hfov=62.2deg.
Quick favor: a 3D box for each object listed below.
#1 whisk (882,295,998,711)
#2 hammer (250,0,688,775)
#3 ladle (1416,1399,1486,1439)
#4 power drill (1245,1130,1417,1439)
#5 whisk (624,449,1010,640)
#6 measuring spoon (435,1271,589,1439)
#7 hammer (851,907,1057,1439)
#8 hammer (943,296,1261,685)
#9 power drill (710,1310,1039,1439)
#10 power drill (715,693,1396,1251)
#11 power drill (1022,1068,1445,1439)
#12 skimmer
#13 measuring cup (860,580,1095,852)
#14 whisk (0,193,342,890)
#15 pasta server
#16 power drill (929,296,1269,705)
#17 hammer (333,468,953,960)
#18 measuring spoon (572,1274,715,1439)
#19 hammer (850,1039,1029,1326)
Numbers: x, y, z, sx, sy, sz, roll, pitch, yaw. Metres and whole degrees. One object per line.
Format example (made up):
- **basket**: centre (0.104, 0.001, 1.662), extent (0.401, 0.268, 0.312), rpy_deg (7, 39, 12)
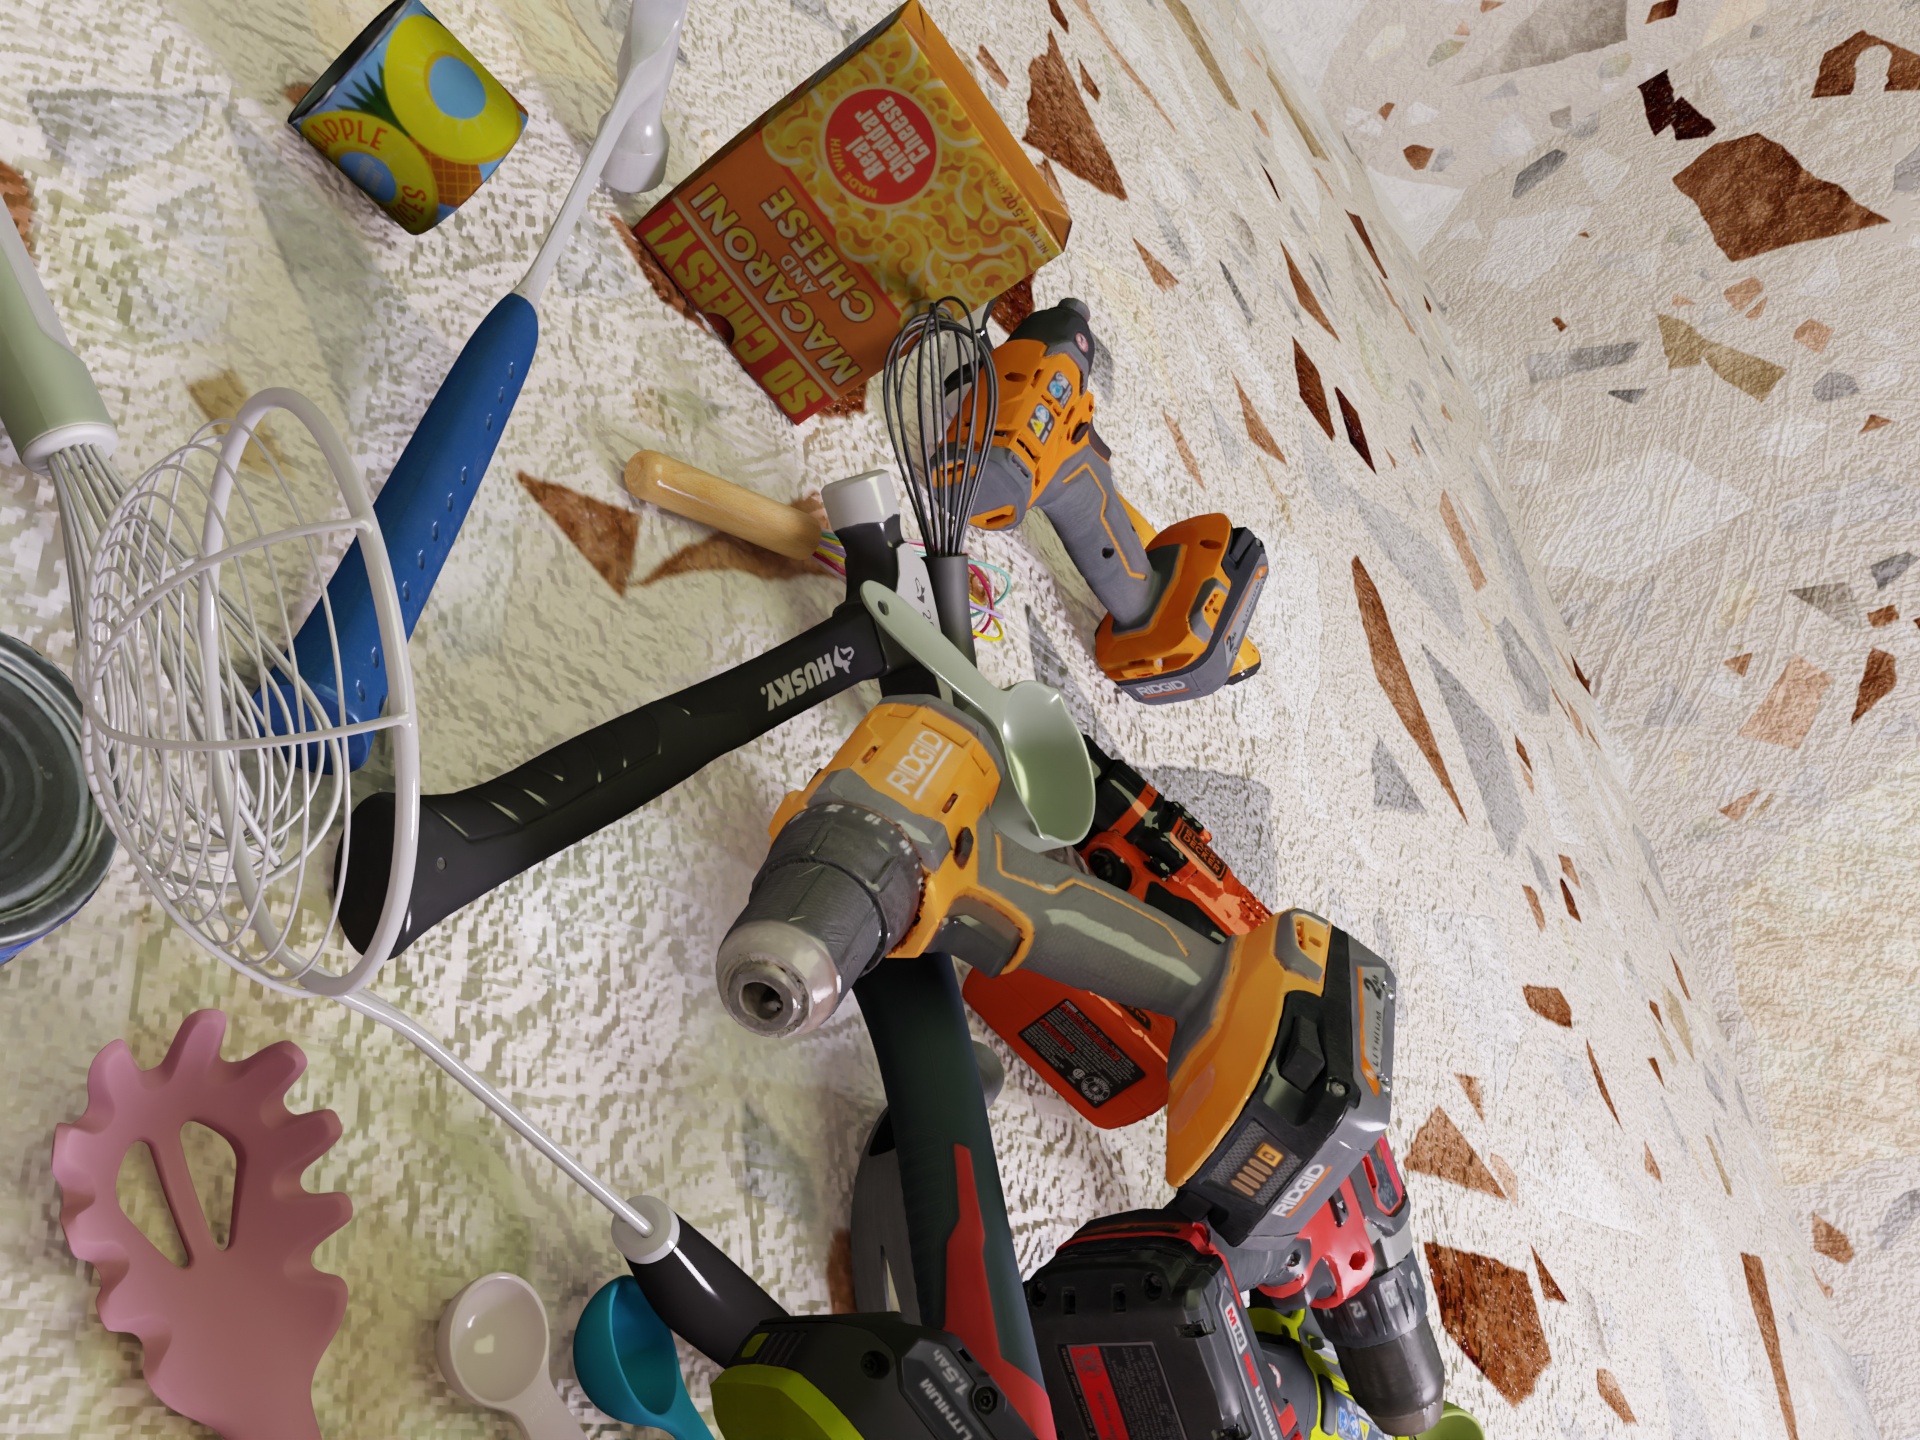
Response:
- **whisk**: centre (-0.005, -0.075, 0.739), extent (0.055, 0.055, 0.239), rpy_deg (-19, 109, -62)
- **hammer**: centre (-0.158, -0.156, 0.576), extent (0.035, 0.144, 0.406), rpy_deg (17, 50, -9)
- **ladle**: centre (0.195, 0.442, 0.706), extent (0.320, 0.062, 0.078), rpy_deg (-57, 134, -55)
- **power drill**: centre (0.154, 0.255, 0.775), extent (0.171, 0.080, 0.223), rpy_deg (41, 38, -33)
- **whisk**: centre (-0.055, -0.078, 0.742), extent (0.244, 0.051, 0.047), rpy_deg (17, 58, -49)
- **measuring spoon**: centre (-0.112, 0.209, 0.438), extent (0.124, 0.018, 0.034), rpy_deg (66, 28, -9)
- **hammer**: centre (0.023, 0.203, 0.501), extent (0.387, 0.143, 0.038), rpy_deg (-103, -177, -46)
- **hammer**: centre (0.104, -0.141, 1.069), extent (0.336, 0.034, 0.127), rpy_deg (44, 35, -32)
- **power drill**: centre (-0.073, 0.238, 0.337), extent (0.228, 0.080, 0.190), rpy_deg (-37, 90, -34)
- **power drill**: centre (0.033, 0.089, 0.552), extent (0.226, 0.084, 0.185), rpy_deg (31, 27, 3)
- **power drill**: centre (0.126, 0.240, 0.632), extent (0.226, 0.080, 0.188), rpy_deg (-23, 94, -56)
- **skimmer**: centre (-0.094, 0.084, 0.420), extent (0.090, 0.127, 0.362), rpy_deg (-46, 132, -18)
- **measuring cup**: centre (-0.001, -0.002, 0.687), extent (0.167, 0.038, 0.083), rpy_deg (43, 40, -35)
- **whisk**: centre (-0.235, -0.066, 0.428), extent (0.246, 0.059, 0.058), rpy_deg (62, -11, 7)
- **pasta server**: centre (-0.133, 0.220, 0.362), extent (0.060, 0.040, 0.316), rpy_deg (-18, 83, -40)
- **power drill**: centre (0.089, -0.134, 0.949), extent (0.226, 0.084, 0.164), rpy_deg (44, 55, -29)
- **hammer**: centre (-0.095, 0.007, 0.591), extent (0.335, 0.035, 0.146), rpy_deg (-34, 112, -58)
- **measuring spoon**: centre (-0.083, 0.223, 0.471), extent (0.042, 0.021, 0.128), rpy_deg (-89, 156, -76)
- **hammer**: centre (0.055, 0.294, 0.618), extent (0.331, 0.033, 0.128), rpy_deg (61, 27, -4)
